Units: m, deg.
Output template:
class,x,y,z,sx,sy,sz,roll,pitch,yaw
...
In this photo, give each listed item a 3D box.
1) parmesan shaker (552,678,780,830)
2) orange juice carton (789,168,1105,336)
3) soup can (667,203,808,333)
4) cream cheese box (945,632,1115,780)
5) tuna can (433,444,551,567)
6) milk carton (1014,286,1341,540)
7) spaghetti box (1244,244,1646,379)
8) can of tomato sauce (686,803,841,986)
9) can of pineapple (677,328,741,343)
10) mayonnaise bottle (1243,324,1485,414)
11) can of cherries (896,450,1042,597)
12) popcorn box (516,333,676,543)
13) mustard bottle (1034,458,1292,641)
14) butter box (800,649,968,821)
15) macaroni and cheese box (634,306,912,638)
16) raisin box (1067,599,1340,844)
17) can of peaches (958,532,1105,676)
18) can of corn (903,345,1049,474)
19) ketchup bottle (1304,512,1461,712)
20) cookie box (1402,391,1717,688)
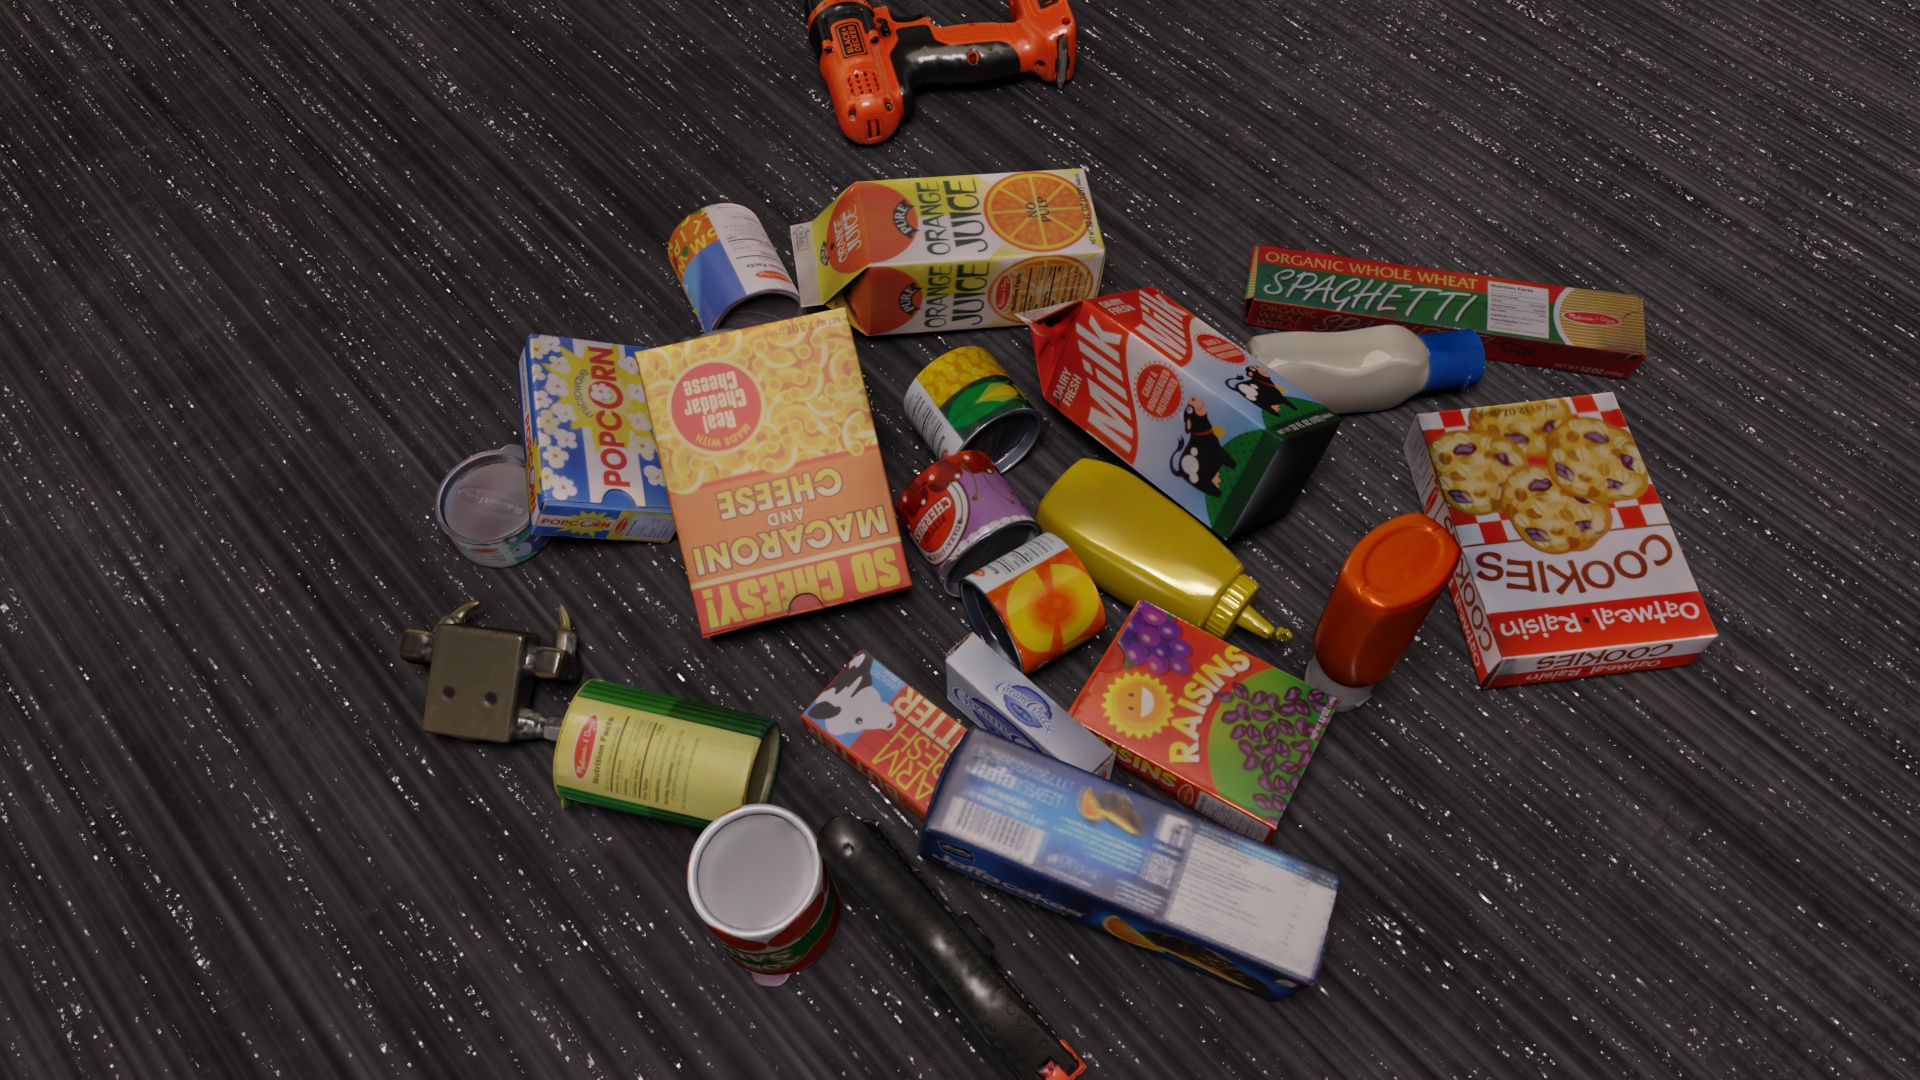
class,x,y,z,sx,sy,sz,roll,pitch,yaw
parmesan shaker,-0.155,0.119,0.740,0.103,0.071,0.071,11,61,7
orange juice carton,-0.010,-0.184,0.894,0.193,0.072,0.072,-5,60,-8
soup can,-0.147,-0.165,0.902,0.071,0.071,0.084,-23,62,-11
cream cheese box,0.036,0.099,0.752,0.104,0.053,0.024,39,66,21
tuna can,-0.278,-0.021,0.839,0.071,0.032,0.071,0,60,1
milk carton,0.120,-0.091,0.829,0.072,0.073,0.191,-18,51,-45
spaghetti box,0.310,-0.150,0.901,0.250,0.028,0.050,9,61,7
can of tomato sauce,-0.097,0.177,0.693,0.071,0.082,0.071,-1,61,1
can of pineapple,-0.142,-0.090,0.861,0.071,0.057,0.071,0,60,1
mayonnaise bottle,0.247,-0.106,0.861,0.148,0.064,0.041,-7,59,-7
can of cherries,0.003,-0.010,0.805,0.071,0.071,0.058,-27,63,-13
popcorn box,-0.218,-0.062,0.839,0.085,0.038,0.127,4,56,-30
mustard bottle,0.119,0.016,0.800,0.160,0.048,0.065,35,63,19
butter box,-0.033,0.111,0.763,0.103,0.024,0.053,35,66,19
macaroni and cheese box,-0.107,-0.039,0.800,0.124,0.040,0.166,-14,89,-6
raisin box,0.131,0.098,0.758,0.123,0.040,0.086,27,65,16
can of peaches,0.041,0.039,0.781,0.058,0.071,0.071,-29,64,-15
can of corn,0.009,-0.077,0.846,0.071,0.071,0.058,-29,64,-14
ketchup bottle,0.212,0.046,0.723,0.065,0.148,0.043,-34,65,-17
cookie box,0.344,-0.002,0.811,0.123,0.040,0.168,-6,59,-2
